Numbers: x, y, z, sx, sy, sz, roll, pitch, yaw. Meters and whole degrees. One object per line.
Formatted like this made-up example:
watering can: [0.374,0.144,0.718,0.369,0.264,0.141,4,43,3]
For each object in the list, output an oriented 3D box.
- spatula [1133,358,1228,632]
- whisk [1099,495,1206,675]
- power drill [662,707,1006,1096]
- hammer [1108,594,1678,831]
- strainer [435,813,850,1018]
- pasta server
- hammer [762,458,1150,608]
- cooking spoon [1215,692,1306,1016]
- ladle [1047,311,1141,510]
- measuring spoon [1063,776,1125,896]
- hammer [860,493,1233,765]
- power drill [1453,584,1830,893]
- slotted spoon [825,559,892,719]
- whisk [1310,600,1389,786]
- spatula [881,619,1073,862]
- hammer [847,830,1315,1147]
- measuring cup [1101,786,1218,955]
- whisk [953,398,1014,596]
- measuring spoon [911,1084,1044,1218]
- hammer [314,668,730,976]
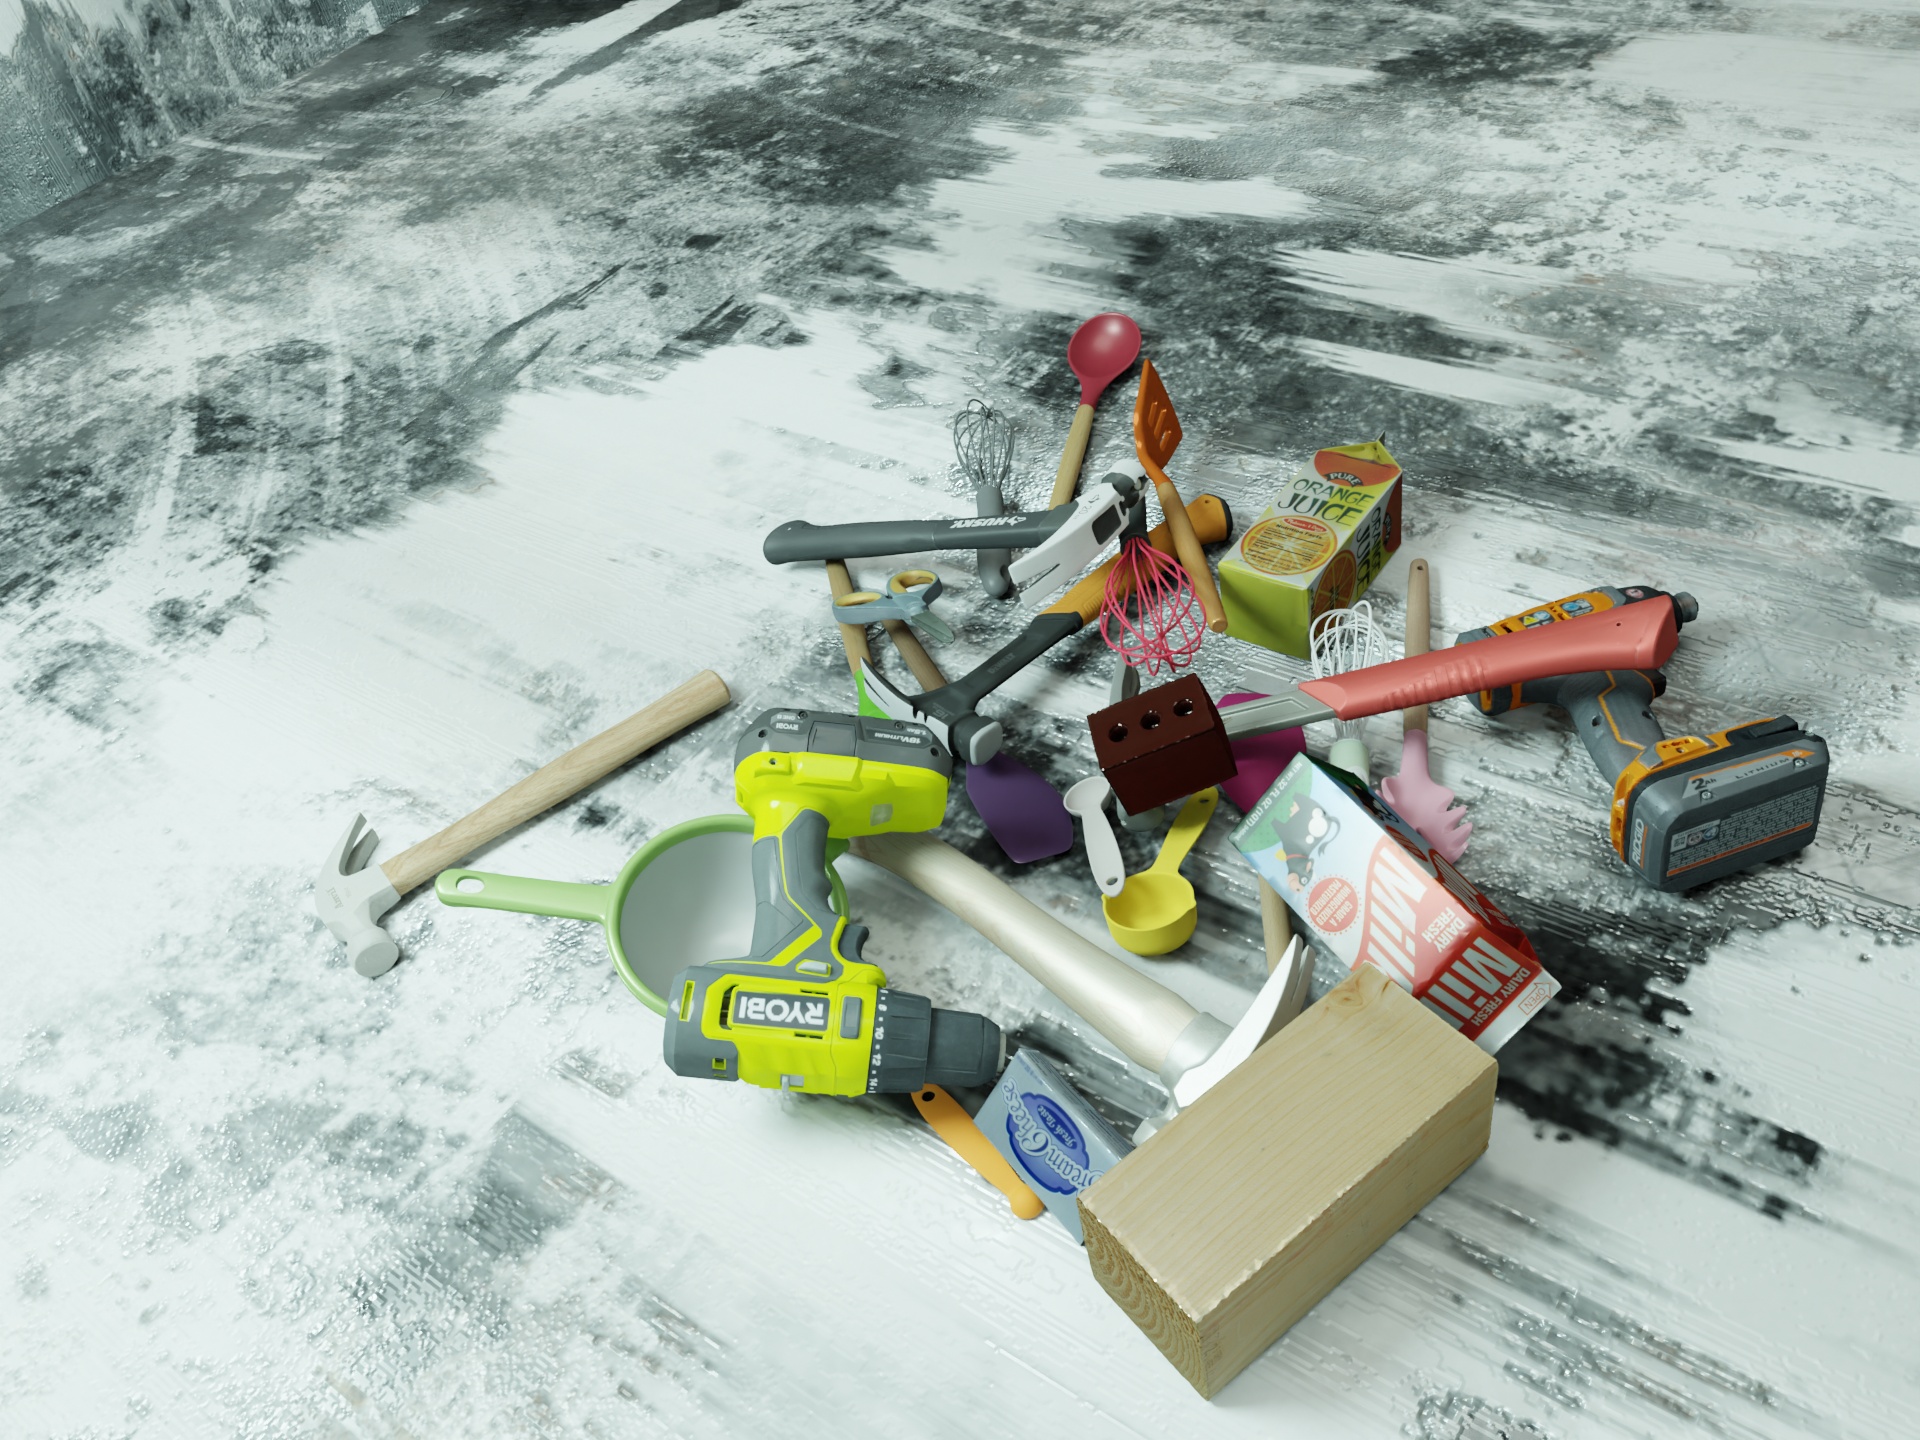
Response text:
spatula: [0.169,-0.167,1.207,0.041,0.080,0.323,-24,37,12]
whisk: [0.129,-0.116,1.149,0.073,0.073,0.296,-9,31,5]
power drill: [-0.065,0.113,0.949,0.190,0.080,0.229,6,57,-3]
hammer: [0.269,-0.027,1.029,0.359,0.036,0.149,-14,44,20]
strainer: [-0.199,0.132,1.005,0.256,0.069,0.152,7,54,-1]
pasta server: [0.311,-0.013,1.078,0.060,0.040,0.316,11,46,7]
hammer: [-0.027,-0.139,1.220,0.335,0.035,0.146,2,39,39]
cooking spoon: [0.197,0.093,1.007,0.069,0.017,0.319,2,46,2]
ladle: [0.106,-0.256,1.391,0.069,0.031,0.316,1,47,19]
measuring spoon: [0.093,0.079,1.038,0.034,0.018,0.124,-26,32,10]
hammer: [0.082,-0.086,1.192,0.337,0.034,0.127,-36,48,-29]
power drill: [0.440,-0.007,1.009,0.164,0.084,0.227,-18,39,-5]
slotted spoon: [-0.076,-0.050,1.224,0.070,0.031,0.314,-16,41,-2]
whisk: [0.260,0.014,1.058,0.057,0.059,0.247,18,50,-7]
spatula: [-0.002,-0.004,1.161,0.059,0.018,0.316,-15,42,-19]
hammer: [0.026,0.110,0.995,0.411,0.038,0.146,30,82,40]
measuring cup: [0.139,0.096,1.023,0.062,0.029,0.156,2,33,28]
whisk: [0.023,-0.189,1.329,0.055,0.055,0.239,-8,47,6]
measuring spoon: [0.007,0.241,0.908,0.021,0.011,0.117,-34,47,-20]
hammer: [-0.317,0.055,1.171,0.331,0.031,0.130,-33,47,-20]
